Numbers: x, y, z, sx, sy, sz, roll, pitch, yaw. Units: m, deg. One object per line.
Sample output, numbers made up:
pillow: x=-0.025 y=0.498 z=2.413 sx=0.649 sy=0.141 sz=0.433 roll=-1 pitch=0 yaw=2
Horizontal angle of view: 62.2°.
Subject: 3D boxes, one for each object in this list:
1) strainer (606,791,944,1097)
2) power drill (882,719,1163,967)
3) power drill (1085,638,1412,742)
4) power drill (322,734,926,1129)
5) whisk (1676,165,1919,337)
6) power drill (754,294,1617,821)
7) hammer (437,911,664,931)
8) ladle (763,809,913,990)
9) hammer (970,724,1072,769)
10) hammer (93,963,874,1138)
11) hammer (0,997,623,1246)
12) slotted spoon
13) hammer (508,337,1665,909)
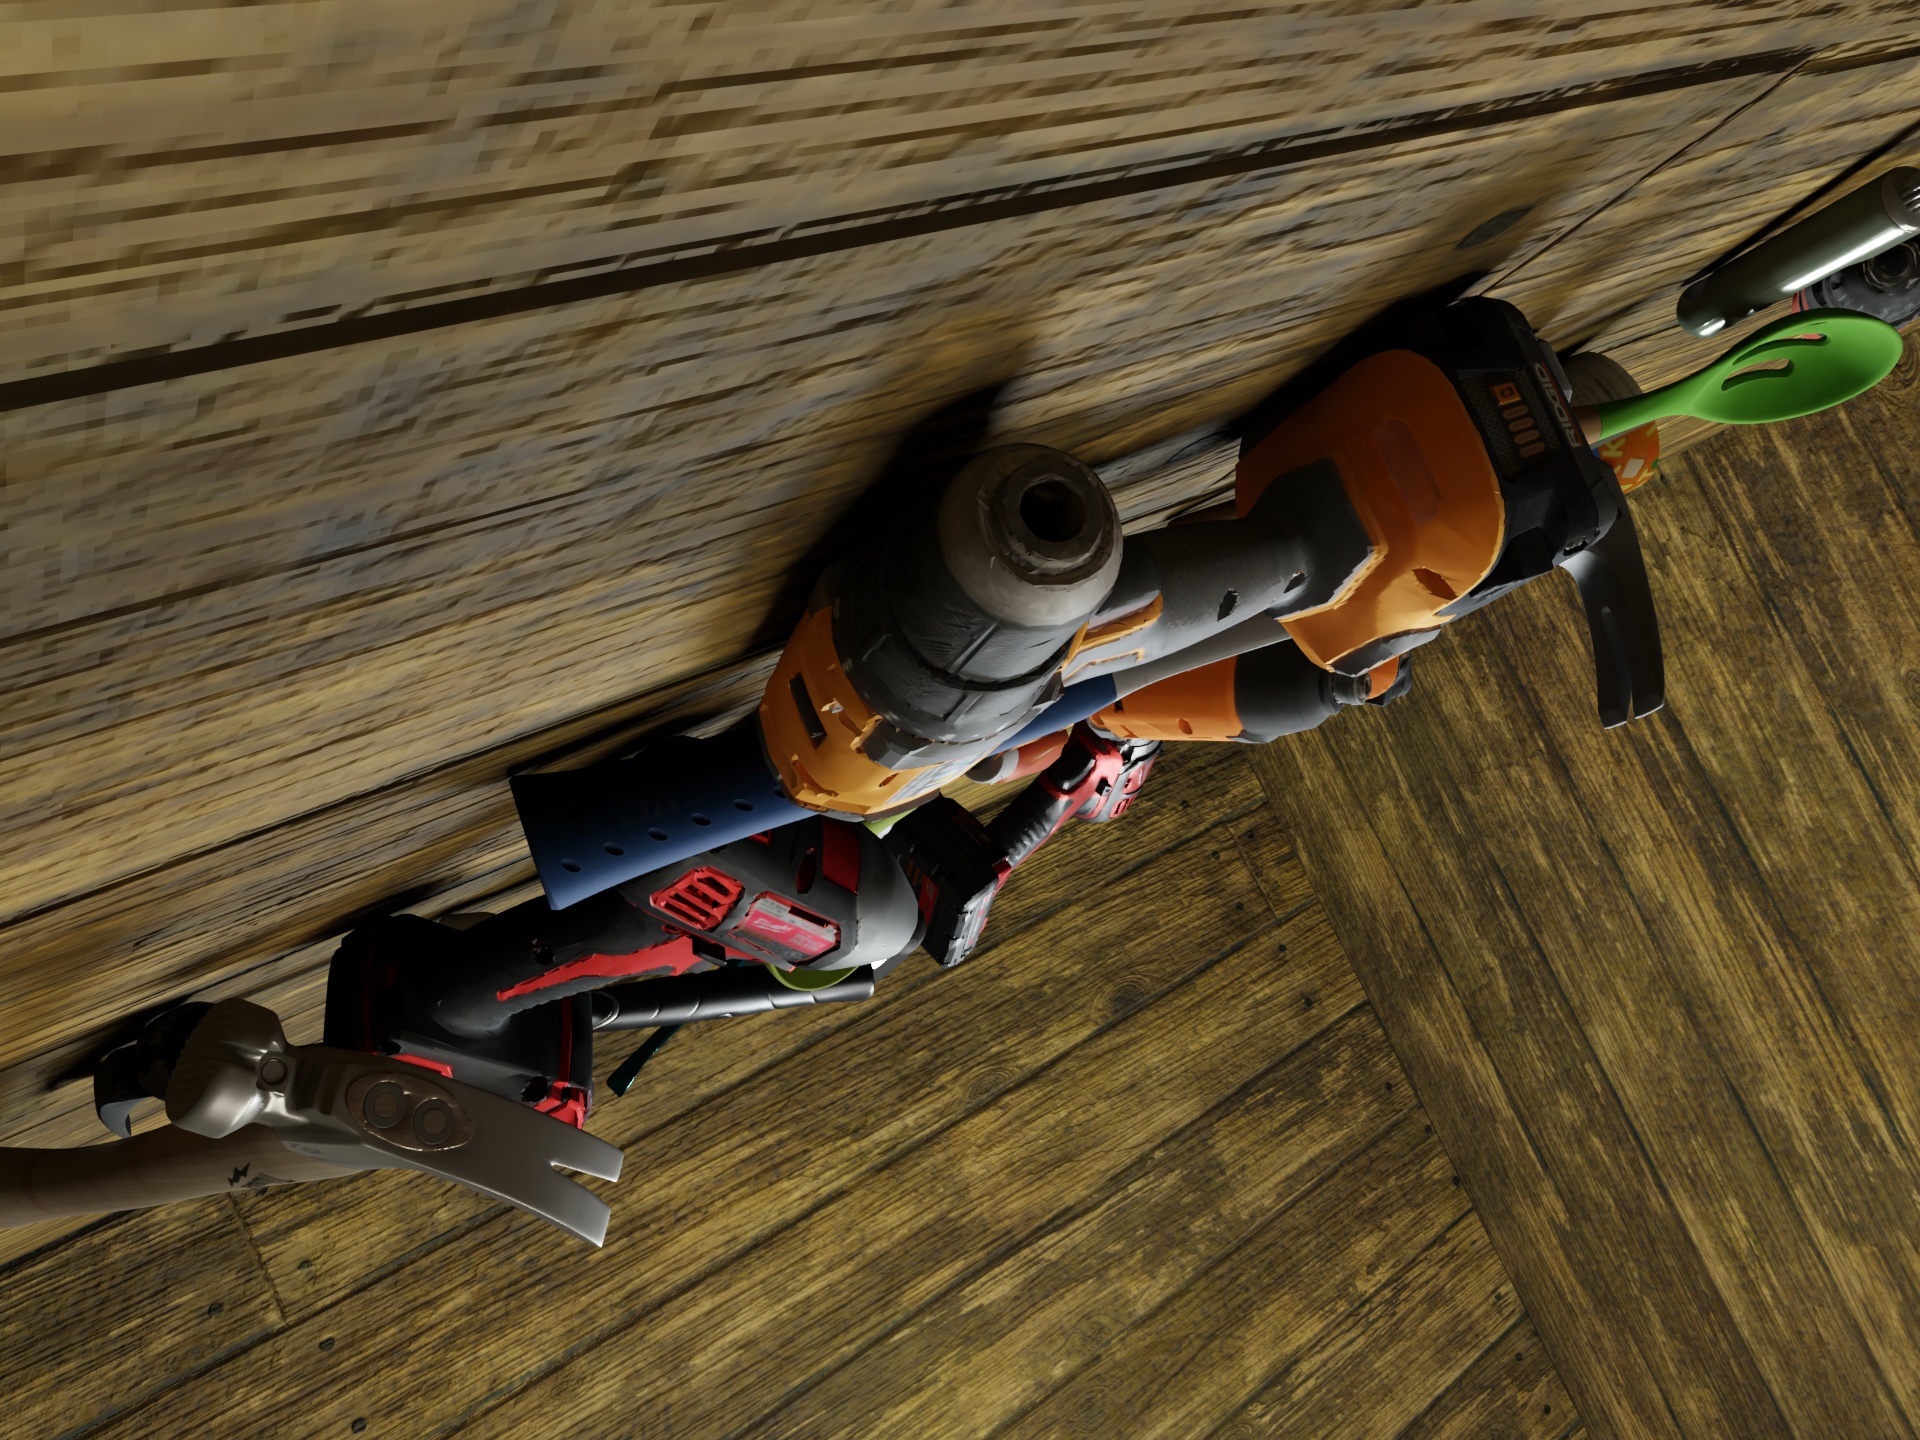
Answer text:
strainer: x=-0.102 y=0.168 z=1.125 sx=0.340 sy=0.095 sz=0.211 roll=-44 pitch=177 yaw=-39
power drill: x=0.054 y=0.044 z=1.053 sx=0.227 sy=0.080 sz=0.187 roll=-36 pitch=159 yaw=-29
power drill: x=0.194 y=-0.034 z=0.955 sx=0.164 sy=0.084 sz=0.226 roll=1 pitch=-169 yaw=35
power drill: x=-0.125 y=0.091 z=0.606 sx=0.219 sy=0.079 sz=0.143 roll=-29 pitch=142 yaw=26
whisk: x=0.339 y=-0.185 z=0.554 sx=0.058 sy=0.059 sz=0.246 roll=-53 pitch=-173 yaw=-15
power drill: x=0.063 y=-0.045 z=0.425 sx=0.226 sy=0.084 sz=0.185 roll=-20 pitch=172 yaw=-20
hammer: x=-0.092 y=0.043 z=0.664 sx=0.146 sy=0.035 sz=0.334 roll=0 pitch=156 yaw=-39
ladle: x=-0.005 y=0.031 z=0.729 sx=0.078 sy=0.062 sz=0.320 roll=-6 pitch=151 yaw=-42
hammer: x=0.098 y=-0.013 z=1.207 sx=0.127 sy=0.034 sz=0.337 roll=-28 pitch=175 yaw=31
hammer: x=-0.202 y=0.148 z=0.777 sx=0.408 sy=0.036 sz=0.149 roll=1 pitch=161 yaw=-45
hammer: x=-0.299 y=0.176 z=0.617 sx=0.410 sy=0.038 sz=0.146 roll=-20 pitch=139 yaw=42
slotted spoon: x=0.229 y=-0.114 z=0.633 sx=0.313 sy=0.031 sz=0.070 roll=-16 pitch=156 yaw=-9
hammer: x=0.058 y=-0.016 z=0.530 sx=0.405 sy=0.144 sz=0.035 roll=-18 pitch=169 yaw=-16
